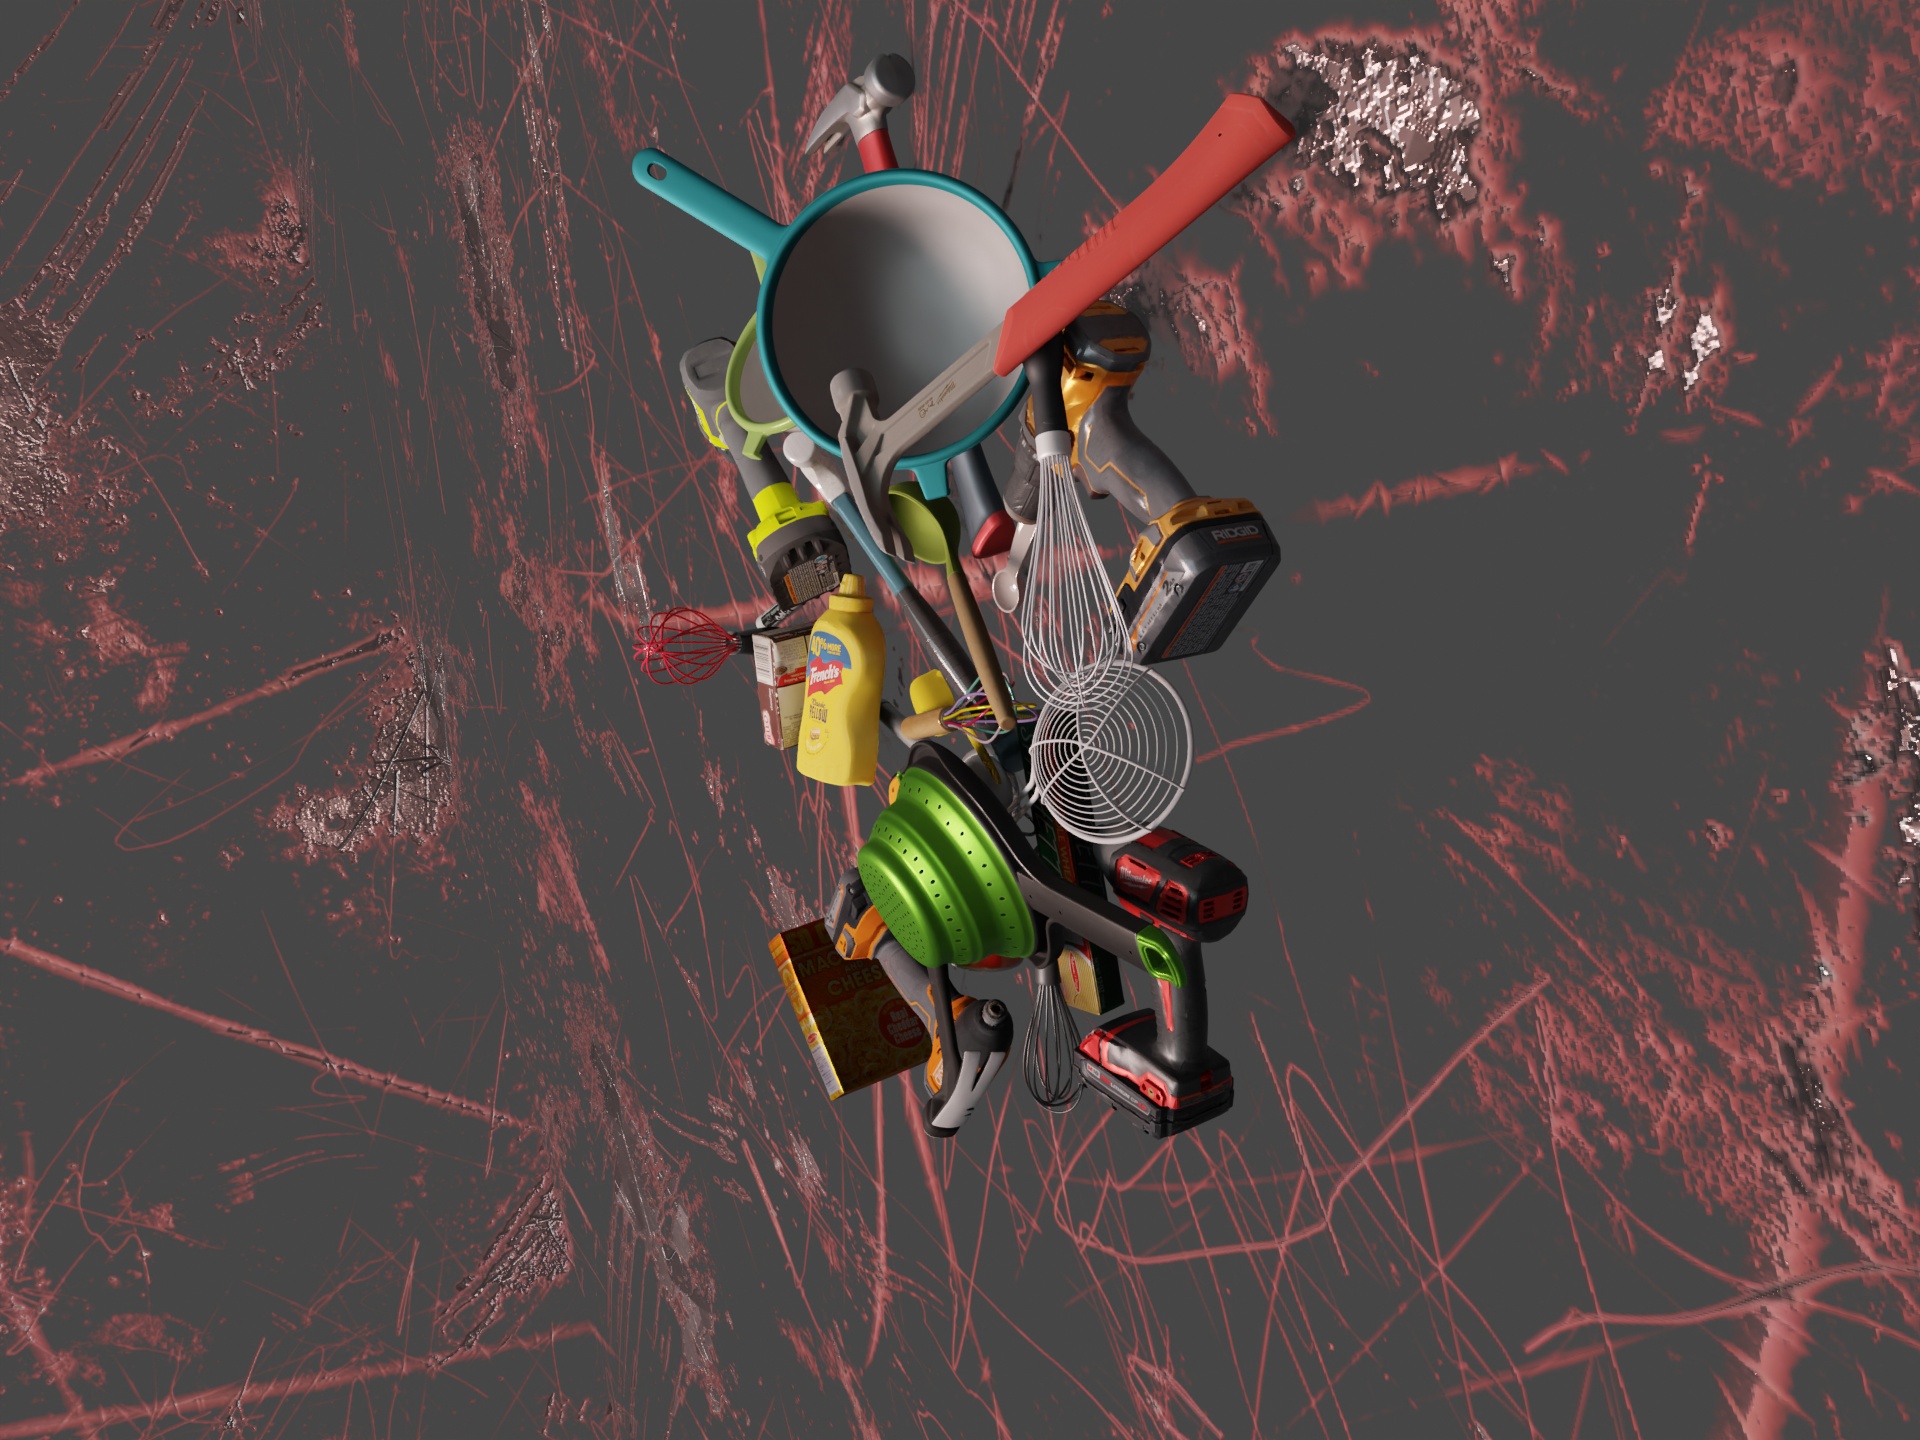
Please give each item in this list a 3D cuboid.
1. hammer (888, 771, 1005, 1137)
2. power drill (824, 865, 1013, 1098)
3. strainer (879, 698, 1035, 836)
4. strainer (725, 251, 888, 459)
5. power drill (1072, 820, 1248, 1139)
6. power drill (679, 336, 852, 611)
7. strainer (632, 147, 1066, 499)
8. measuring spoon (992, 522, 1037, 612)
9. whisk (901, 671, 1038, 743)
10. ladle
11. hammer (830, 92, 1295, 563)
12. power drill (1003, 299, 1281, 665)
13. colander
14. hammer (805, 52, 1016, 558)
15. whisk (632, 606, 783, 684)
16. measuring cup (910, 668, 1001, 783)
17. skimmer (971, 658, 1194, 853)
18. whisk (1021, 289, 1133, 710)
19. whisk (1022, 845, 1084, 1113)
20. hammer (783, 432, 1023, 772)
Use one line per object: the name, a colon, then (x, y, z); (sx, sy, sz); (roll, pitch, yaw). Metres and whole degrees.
hammer: (-0.023, 0.178, 1.371); (0.127, 0.034, 0.337); (115, 152, -45)
power drill: (-0.031, 0.235, 1.479); (0.227, 0.084, 0.164); (55, 148, 22)
strainer: (-0.021, 0.037, 1.414); (0.259, 0.050, 0.086); (40, 120, 48)
strainer: (-0.132, -0.329, 1.342); (0.151, 0.069, 0.257); (-36, 49, 20)
power drill: (0.143, 0.183, 1.182); (0.143, 0.078, 0.219); (27, 123, 51)
power drill: (-0.184, -0.223, 1.489); (0.190, 0.080, 0.229); (86, 158, -75)
strainer: (-0.090, -0.323, 1.182); (0.340, 0.095, 0.211); (33, 100, 8)
measuring spoon: (0.053, -0.139, 1.238); (0.034, 0.018, 0.124); (48, 134, 36)
whisk: (-0.004, -0.004, 1.258); (0.051, 0.047, 0.245); (59, 160, -7)
ladle: (-0.009, -0.088, 1.216); (0.321, 0.062, 0.078); (-108, -8, -51)
hammer: (0.058, -0.251, 0.996); (0.359, 0.036, 0.149); (-34, 61, 31)
power drill: (0.106, -0.145, 1.084); (0.226, 0.084, 0.185); (63, 148, 26)
colander: (0.022, 0.140, 1.174); (0.397, 0.094, 0.204); (21, 139, 61)
hammer: (-0.035, -0.314, 1.271); (0.143, 0.038, 0.386); (-16, 90, 61)
whisk: (-0.226, -0.072, 1.507); (0.073, 0.296, 0.073); (1, 94, 17)
measuring cup: (-0.006, 0.012, 1.348); (0.157, 0.029, 0.062); (-124, 16, -51)
skimmer: (0.074, 0.062, 1.215); (0.363, 0.090, 0.127); (124, 134, -68)
whisk: (0.065, -0.146, 1.026); (0.070, 0.070, 0.285); (-23, 70, 59)
whisk: (0.077, 0.218, 1.336); (0.055, 0.055, 0.239); (15, 112, 55)
hammer: (-0.039, -0.097, 1.340); (0.331, 0.033, 0.128); (56, -176, 15)
